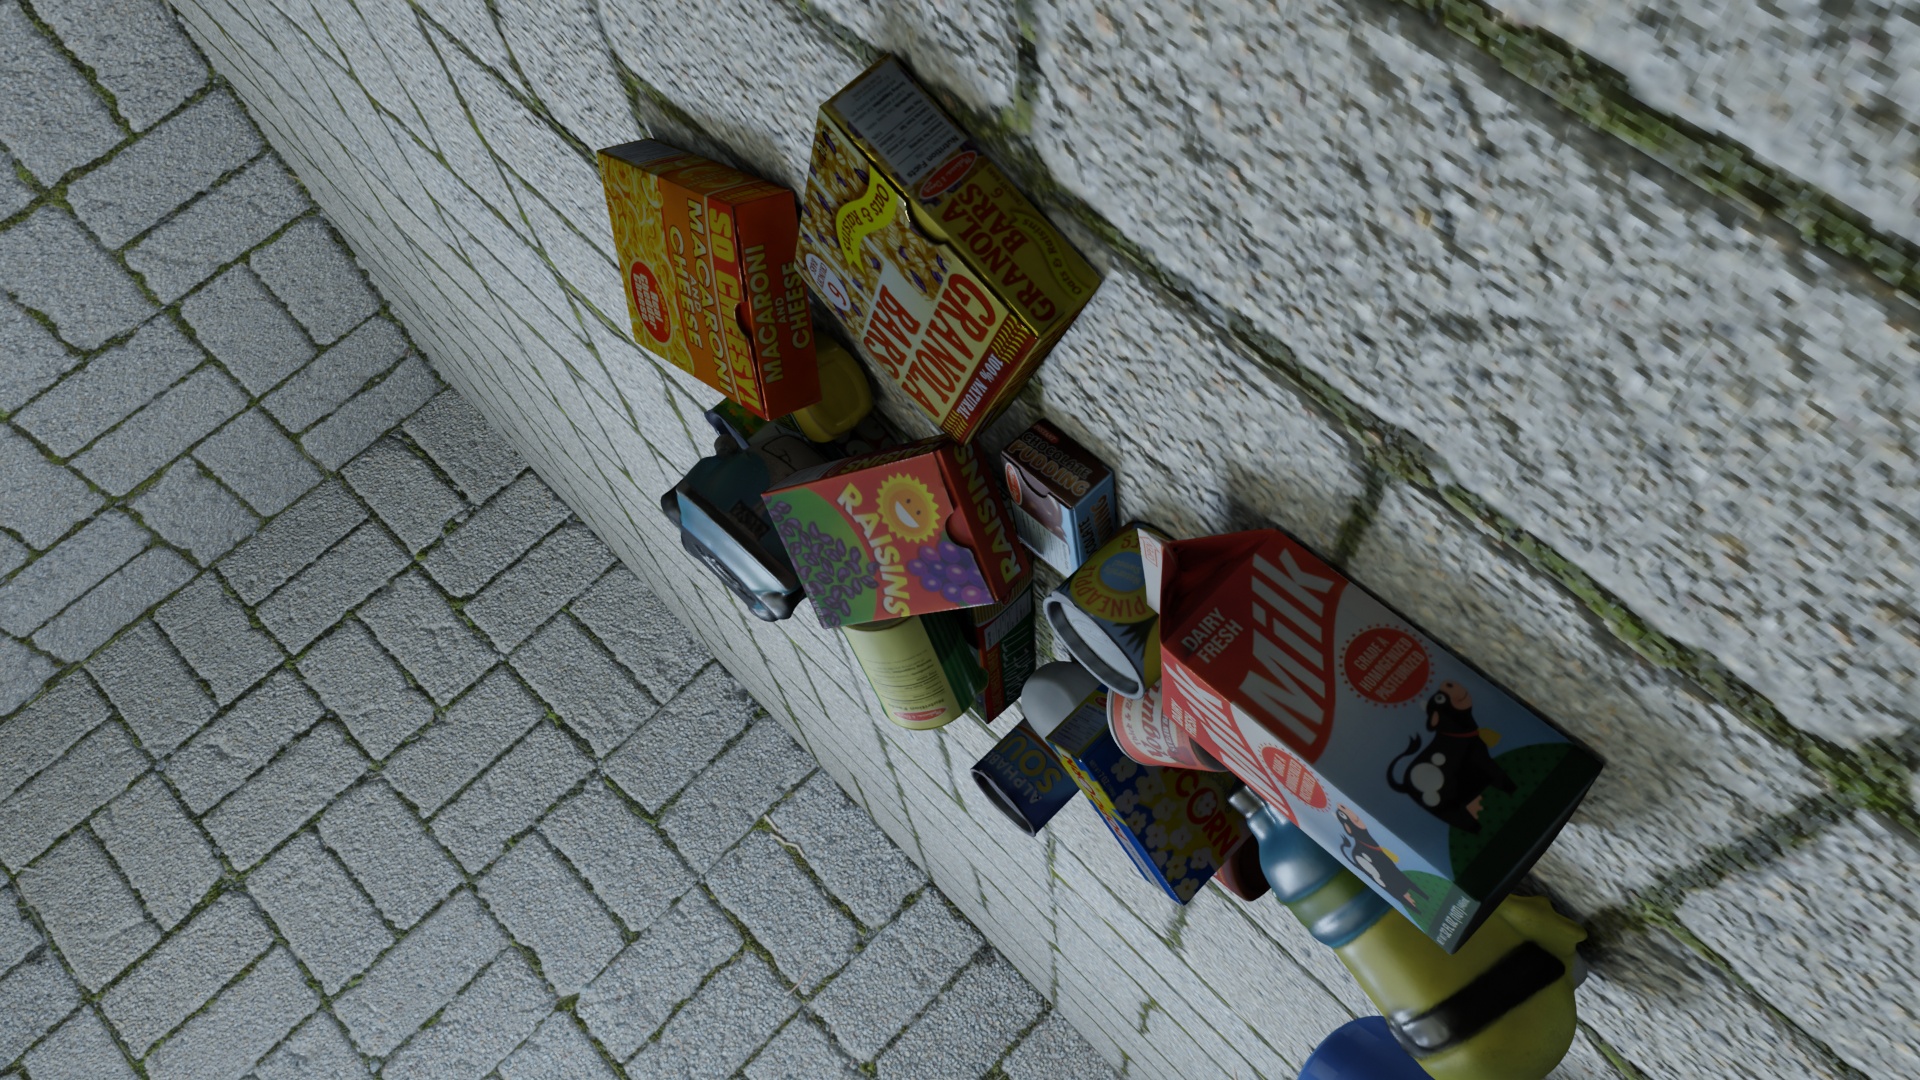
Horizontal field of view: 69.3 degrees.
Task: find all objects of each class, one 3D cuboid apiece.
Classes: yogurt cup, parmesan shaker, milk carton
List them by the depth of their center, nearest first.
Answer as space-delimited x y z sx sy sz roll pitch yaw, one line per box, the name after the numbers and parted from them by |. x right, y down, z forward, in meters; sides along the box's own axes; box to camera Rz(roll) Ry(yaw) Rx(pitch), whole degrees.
0.144 0.065 0.555 0.191 0.073 0.072 40 163 28 | milk carton
0.116 0.084 0.699 0.054 0.072 0.072 6 137 55 | yogurt cup
-0.029 0.058 0.835 0.071 0.071 0.102 35 157 39 | parmesan shaker

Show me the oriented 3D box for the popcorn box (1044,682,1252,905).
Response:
0.114 0.128 0.766 0.126 0.085 0.038 55 164 -27 | popcorn box

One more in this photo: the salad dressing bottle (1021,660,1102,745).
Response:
0.095 0.128 0.867 0.148 0.044 0.064 38 140 50 | salad dressing bottle

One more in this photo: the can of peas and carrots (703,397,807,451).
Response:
-0.135 -0.084 0.972 0.071 0.059 0.070 44 164 16 | can of peas and carrots

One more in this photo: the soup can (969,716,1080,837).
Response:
0.058 0.159 0.997 0.071 0.084 0.071 43 163 16 | soup can

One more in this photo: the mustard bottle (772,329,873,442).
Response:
-0.111 -0.102 0.880 0.160 0.049 0.065 20 144 59 | mustard bottle

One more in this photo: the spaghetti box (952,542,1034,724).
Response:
0.022 0.062 0.922 0.029 0.050 0.249 44 165 20 | spaghetti box

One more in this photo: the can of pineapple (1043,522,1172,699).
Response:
0.083 0.032 0.669 0.071 0.058 0.070 43 164 16 | can of pineapple

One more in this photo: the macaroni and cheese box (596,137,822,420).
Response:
-0.146 -0.152 0.793 0.167 0.040 0.123 32 136 46 | macaroni and cheese box

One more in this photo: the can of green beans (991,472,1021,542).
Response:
0.001 -0.008 0.774 0.058 0.071 0.071 46 164 4 | can of green beans

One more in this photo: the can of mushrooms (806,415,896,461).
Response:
-0.068 -0.056 0.905 0.071 0.033 0.070 43 165 15 | can of mushrooms

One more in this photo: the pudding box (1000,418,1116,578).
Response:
0.051 -0.016 0.689 0.050 0.030 0.083 41 163 28 | pudding box

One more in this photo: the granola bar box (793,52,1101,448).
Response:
-0.014 -0.115 0.604 0.124 0.039 0.165 47 165 1 | granola bar box

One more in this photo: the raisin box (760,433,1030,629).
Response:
-0.035 -0.005 0.729 0.123 0.040 0.086 -11 108 36 | raisin box

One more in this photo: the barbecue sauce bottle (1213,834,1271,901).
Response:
0.137 0.168 0.883 0.149 0.044 0.064 29 149 50 | barbecue sauce bottle
